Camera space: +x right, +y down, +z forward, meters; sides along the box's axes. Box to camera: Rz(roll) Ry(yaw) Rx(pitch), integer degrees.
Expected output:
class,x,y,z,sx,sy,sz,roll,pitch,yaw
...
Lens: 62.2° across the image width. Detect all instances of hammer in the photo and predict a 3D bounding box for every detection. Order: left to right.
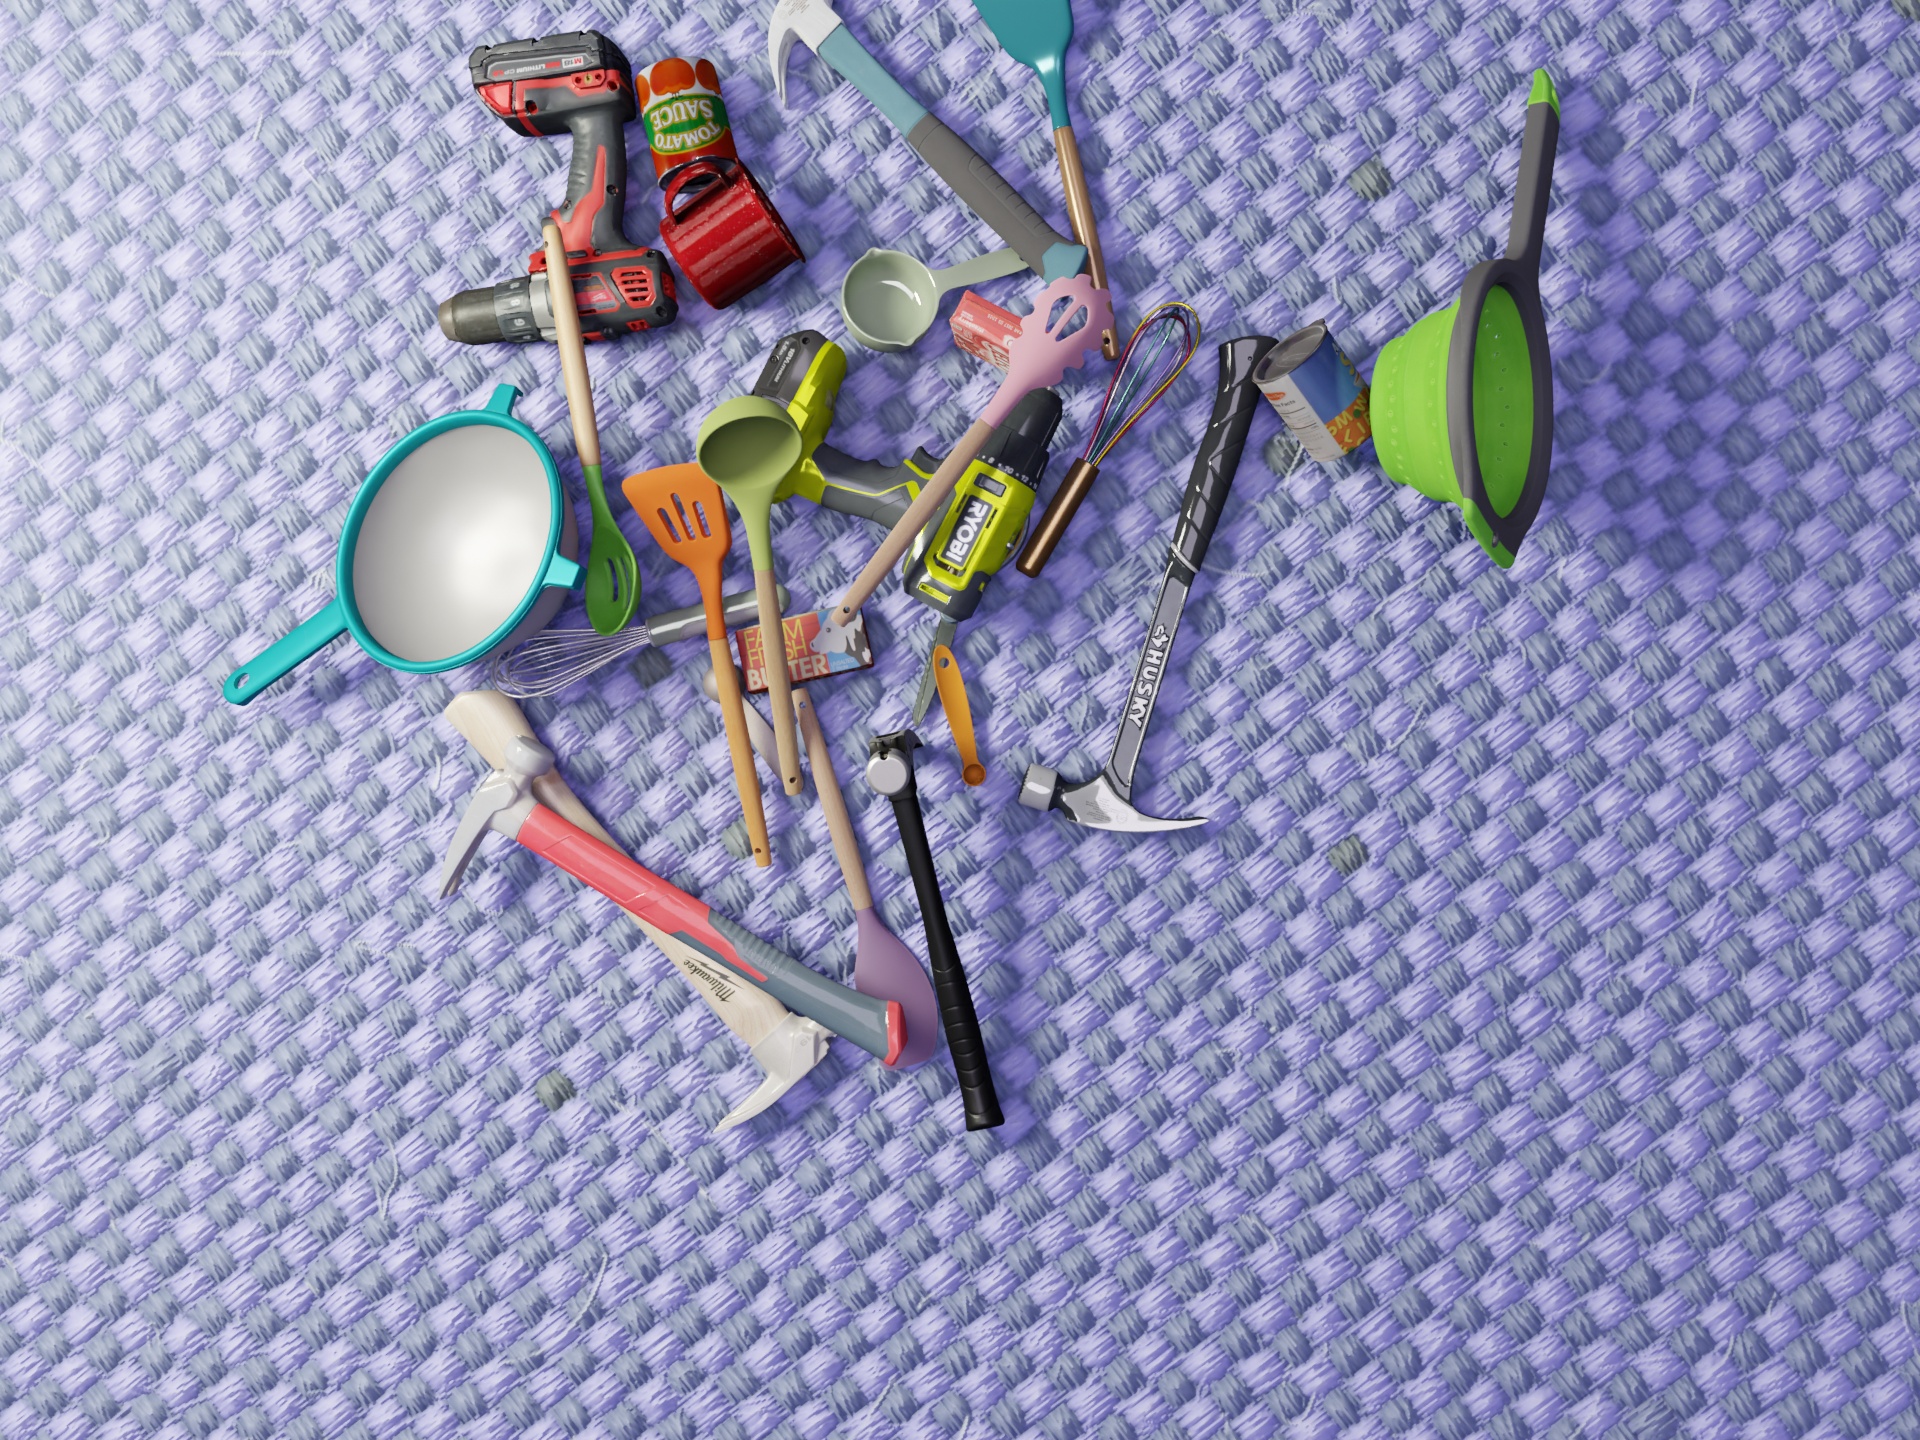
class,x,y,z,sx,sy,sz,roll,pitch,yaw
hammer,-0.272,0.140,1.278,0.146,0.038,0.410,-43,88,4
hammer,-0.218,0.169,1.237,0.386,0.038,0.143,31,96,3
hammer,-0.022,-0.458,1.247,0.128,0.033,0.331,-44,85,3
hammer,-0.016,0.166,1.236,0.035,0.146,0.334,-13,102,3
hammer,0.175,-0.106,1.251,0.149,0.036,0.409,18,92,1

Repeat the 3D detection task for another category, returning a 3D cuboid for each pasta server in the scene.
class,x,y,z,sx,sy,sz,roll,pitch,yaw
pasta server,0.004,-0.197,1.177,0.060,0.040,0.316,38,99,1

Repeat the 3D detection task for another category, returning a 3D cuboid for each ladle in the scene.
class,x,y,z,sx,sy,sz,roll,pitch,yaw
ladle,-0.144,-0.086,1.206,0.078,0.062,0.320,-9,111,-10

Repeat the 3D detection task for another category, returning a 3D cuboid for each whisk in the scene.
class,x,y,z,sx,sy,sz,roll,pitch,yaw
whisk,-0.255,-0.067,1.269,0.246,0.057,0.059,-15,60,-1
whisk,0.115,-0.219,1.249,0.047,0.051,0.245,30,95,-4

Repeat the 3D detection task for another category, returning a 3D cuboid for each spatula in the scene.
class,x,y,z,sx,sy,sz,roll,pitch,yaw
spatula,-0.188,-0.038,1.239,0.081,0.041,0.322,-8,99,18
spatula,-0.082,0.125,1.276,0.060,0.018,0.316,-17,91,-4
spatula,0.080,-0.439,1.246,0.082,0.044,0.317,-12,92,26

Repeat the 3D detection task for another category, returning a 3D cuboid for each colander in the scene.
class,x,y,z,sx,sy,sz,roll,pitch,yaw
colander,0.385,-0.312,1.207,0.094,0.204,0.397,2,73,36

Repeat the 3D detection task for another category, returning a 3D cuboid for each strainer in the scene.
class,x,y,z,sx,sy,sz,roll,pitch,yaw
strainer,-0.426,-0.095,1.253,0.340,0.095,0.211,-31,66,14

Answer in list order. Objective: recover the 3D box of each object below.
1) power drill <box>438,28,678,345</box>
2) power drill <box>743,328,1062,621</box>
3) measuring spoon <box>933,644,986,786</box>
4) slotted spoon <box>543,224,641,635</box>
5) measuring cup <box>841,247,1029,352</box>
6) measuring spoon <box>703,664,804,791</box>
class,x,y,z,sx,sy,sz,roll,pitch,yaw
power drill,-0.329,-0.408,1.253,0.188,0.080,0.226,-8,94,3
power drill,-0.048,-0.208,1.229,0.228,0.080,0.190,28,93,6
measuring spoon,-0.002,-0.004,1.268,0.021,0.011,0.117,-16,96,-6
slotted spoon,-0.287,-0.222,1.224,0.070,0.031,0.314,-4,97,44
measuring cup,-0.016,-0.342,1.261,0.167,0.038,0.083,-20,86,-13
measuring spoon,-0.165,0.006,1.278,0.034,0.018,0.124,-36,90,3
